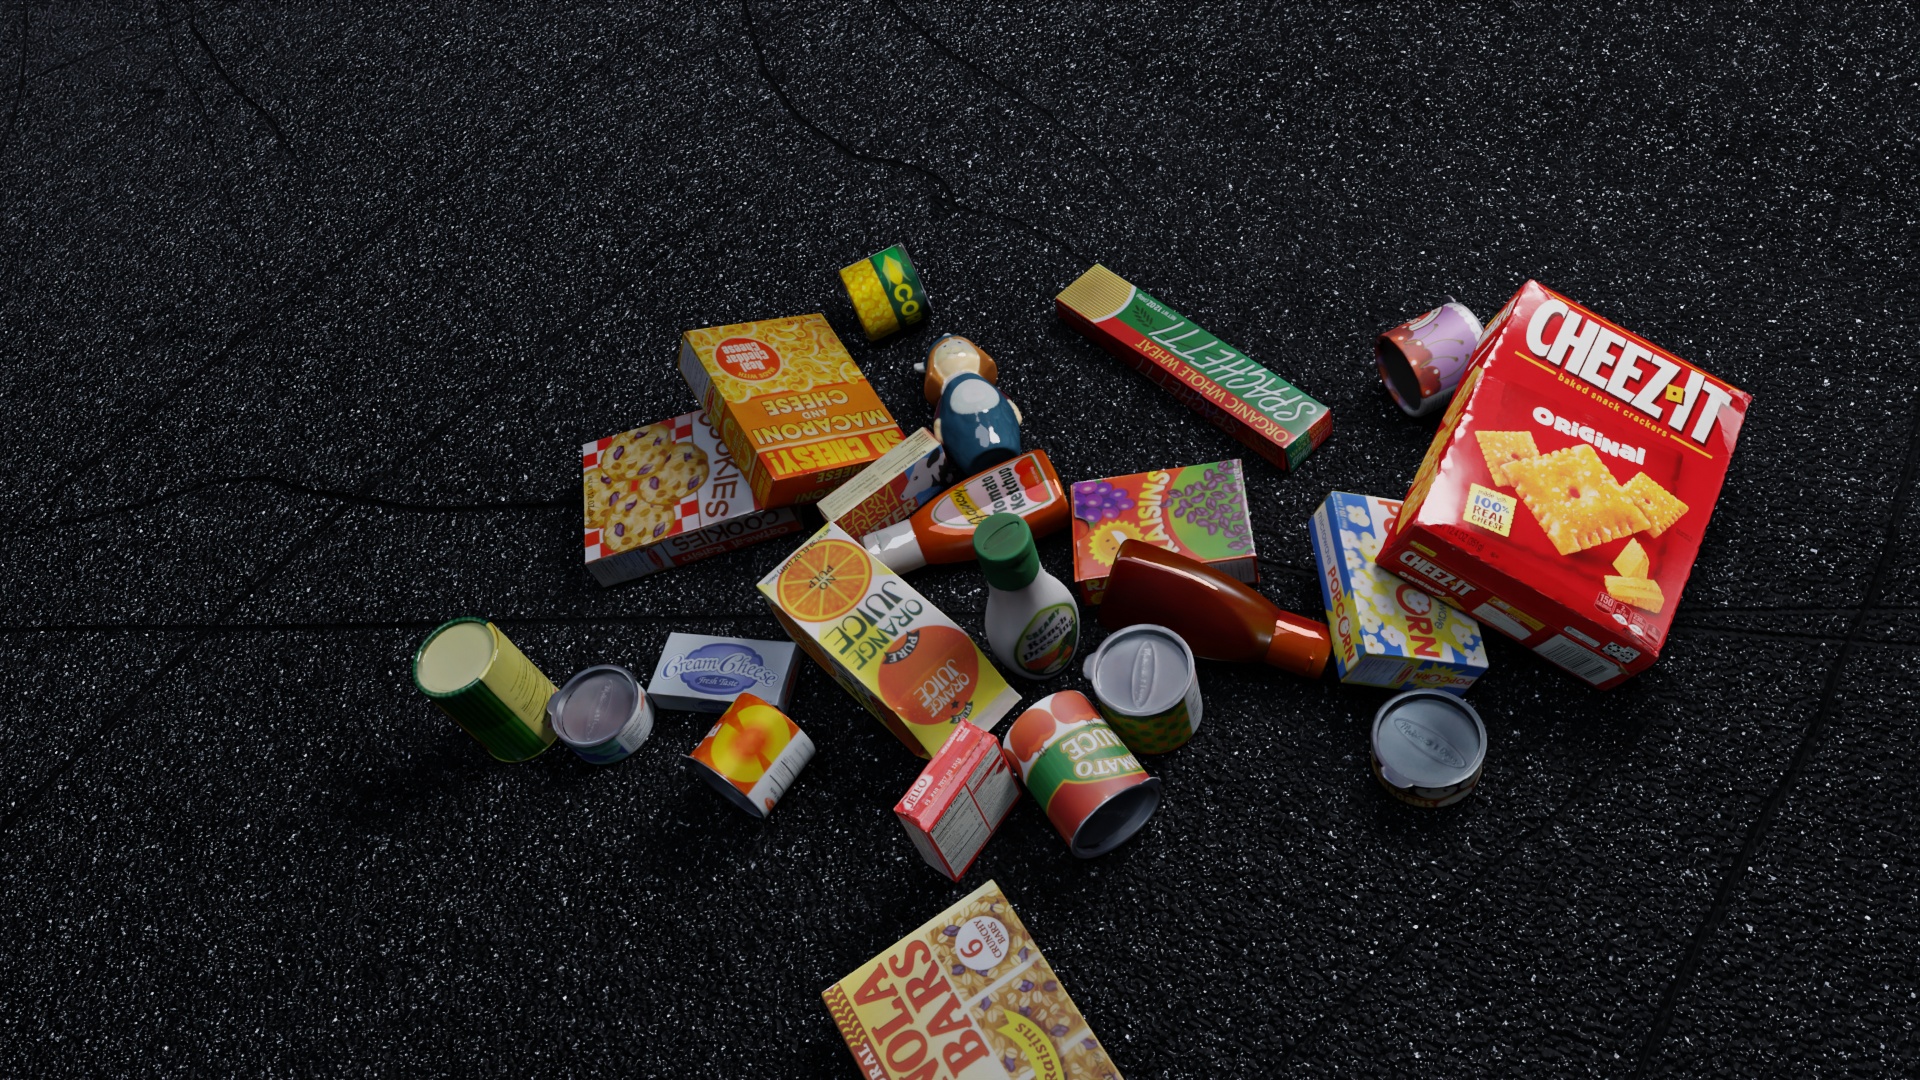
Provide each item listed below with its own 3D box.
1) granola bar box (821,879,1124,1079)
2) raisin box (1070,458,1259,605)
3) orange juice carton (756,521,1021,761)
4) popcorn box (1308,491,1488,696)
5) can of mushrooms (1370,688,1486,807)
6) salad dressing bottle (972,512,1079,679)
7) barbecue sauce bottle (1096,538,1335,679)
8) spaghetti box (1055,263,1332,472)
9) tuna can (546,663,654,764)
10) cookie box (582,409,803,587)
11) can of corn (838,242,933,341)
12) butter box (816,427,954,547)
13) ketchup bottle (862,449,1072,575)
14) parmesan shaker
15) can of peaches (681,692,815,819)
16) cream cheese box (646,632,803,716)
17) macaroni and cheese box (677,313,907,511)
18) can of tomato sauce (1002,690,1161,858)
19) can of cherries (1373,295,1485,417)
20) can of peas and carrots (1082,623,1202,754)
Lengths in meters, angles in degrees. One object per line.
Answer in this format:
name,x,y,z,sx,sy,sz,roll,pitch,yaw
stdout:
granola bar box,0.013,0.299,0.797,0.124,0.039,0.166,-32,54,-8
raisin box,0.142,-0.005,0.976,0.123,0.040,0.086,-8,55,11
orange juice carton,-0.047,0.076,0.950,0.072,0.072,0.193,-42,56,-15
popcorn box,0.279,0.032,0.891,0.085,0.038,0.127,8,54,-12
can of mushrooms,0.282,0.128,0.845,0.071,0.033,0.071,-7,54,10
salad dressing bottle,0.041,0.037,0.906,0.064,0.147,0.044,-38,54,-11
barbecue sauce bottle,0.168,0.050,0.909,0.148,0.064,0.044,19,32,10
spaghetti box,0.174,-0.137,1.067,0.050,0.028,0.251,-40,55,-13
tuna can,-0.259,0.125,1.000,0.071,0.032,0.071,-8,54,11
cookie box,-0.214,-0.044,1.102,0.167,0.040,0.123,-16,53,4
can of corn,-0.062,-0.205,1.157,0.058,0.071,0.071,-25,53,-1
butter box,-0.056,-0.036,1.045,0.104,0.053,0.024,-37,57,-10
ketchup bottle,0.004,-0.013,1.018,0.149,0.043,0.065,-22,53,1
parmesan shaker,-0.335,0.104,0.993,0.071,0.102,0.071,-8,54,11
can of peaches,-0.142,0.143,0.933,0.071,0.071,0.058,26,66,29
cream cheese box,-0.168,0.097,1.000,0.104,0.024,0.053,3,55,17
macaroni and cheese box,-0.129,-0.103,1.080,0.124,0.040,0.167,-14,54,-31
can of tomato sauce,0.076,0.144,0.870,0.071,0.071,0.083,-33,53,-8
can of cherries,0.336,-0.131,0.991,0.058,0.071,0.072,-25,53,-1
can of peas and carrots,0.118,0.097,0.898,0.071,0.058,0.071,-8,54,11
